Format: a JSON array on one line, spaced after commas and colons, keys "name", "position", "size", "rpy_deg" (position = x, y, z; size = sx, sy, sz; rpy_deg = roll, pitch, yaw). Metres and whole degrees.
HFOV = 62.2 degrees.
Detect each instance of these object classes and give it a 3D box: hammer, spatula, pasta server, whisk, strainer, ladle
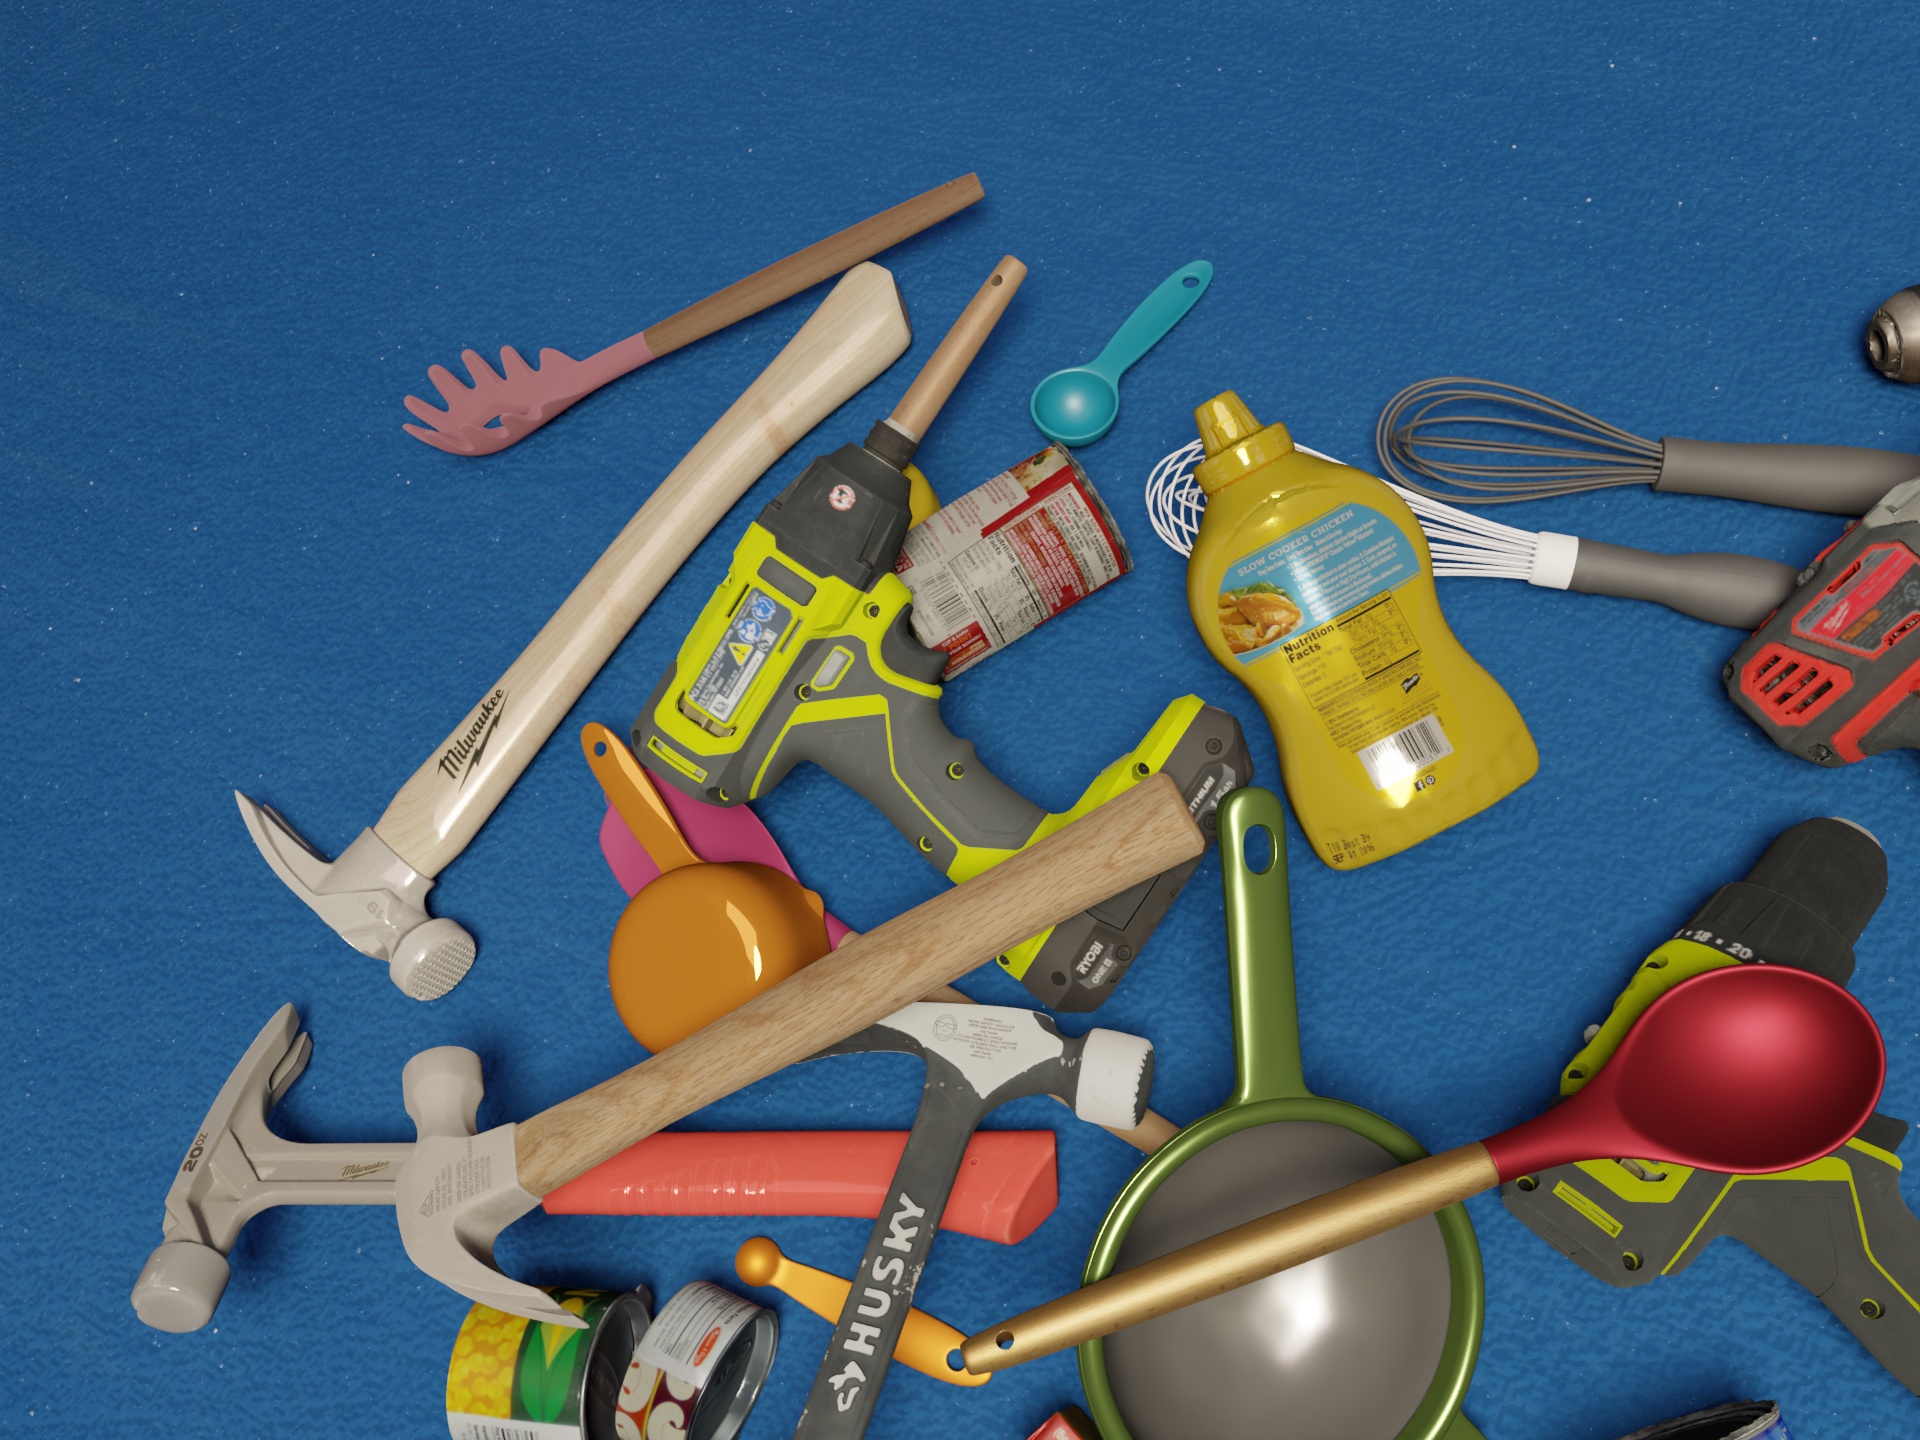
[{"name": "hammer", "position": [-0.062, 0.112, 0.583], "size": [0.331, 0.031, 0.130], "rpy_deg": [-29, 45, 6]}, {"name": "spatula", "position": [-0.061, -0.078, 0.733], "size": [0.060, 0.018, 0.316], "rpy_deg": [35, 93, 19]}, {"name": "pasta server", "position": [-0.136, -0.206, 0.799], "size": [0.316, 0.040, 0.060], "rpy_deg": [-22, 51, 12]}, {"name": "hammer", "position": [-0.057, 0.252, 0.504], "size": [0.149, 0.036, 0.409], "rpy_deg": [9, 44, 17]}, {"name": "hammer", "position": [-0.172, -0.069, 0.774], "size": [0.146, 0.038, 0.411], "rpy_deg": [34, 80, 24]}, {"name": "whisk", "position": [0.300, -0.112, 0.678], "size": [0.239, 0.055, 0.055], "rpy_deg": [8, 71, 11]}, {"name": "strainer", "position": [0.102, 0.152, 0.574], "size": [0.151, 0.069, 0.256], "rpy_deg": [-3, 89, -13]}, {"name": "ladle", "position": [0.150, 0.155, 0.521], "size": [0.315, 0.031, 0.069], "rpy_deg": [-19, 54, -4]}, {"name": "hammer", "position": [-0.140, 0.178, 0.654], "size": [0.359, 0.036, 0.149], "rpy_deg": [-2, 37, 5]}, {"name": "whisk", "position": [0.219, -0.073, 0.678], "size": [0.284, 0.070, 0.070], "rpy_deg": [12, 72, 12]}]

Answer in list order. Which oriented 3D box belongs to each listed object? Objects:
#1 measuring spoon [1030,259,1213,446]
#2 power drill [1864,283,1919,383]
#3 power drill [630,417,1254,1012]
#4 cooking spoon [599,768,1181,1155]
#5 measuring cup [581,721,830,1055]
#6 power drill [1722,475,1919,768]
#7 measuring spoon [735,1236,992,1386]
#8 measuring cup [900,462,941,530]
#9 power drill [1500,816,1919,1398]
[{"name": "measuring spoon", "position": [0.082, -0.176, 0.771], "size": [0.042, 0.021, 0.128], "rpy_deg": [35, 71, 22]}, {"name": "power drill", "position": [0.483, -0.108, 0.616], "size": [0.185, 0.084, 0.226], "rpy_deg": [-13, 63, 10]}, {"name": "power drill", "position": [-0.001, -0.002, 0.642], "size": [0.223, 0.080, 0.171], "rpy_deg": [34, 97, 7]}, {"name": "cooking spoon", "position": [-0.029, 0.109, 0.680], "size": [0.319, 0.017, 0.069], "rpy_deg": [28, 96, 21]}, {"name": "measuring cup", "position": [-0.128, 0.069, 0.680], "size": [0.095, 0.052, 0.174], "rpy_deg": [-38, 76, 12]}, {"name": "power drill", "position": [0.408, -0.006, 0.547], "size": [0.227, 0.080, 0.187], "rpy_deg": [54, 126, 28]}, {"name": "measuring spoon", "position": [-0.041, 0.237, 0.637], "size": [0.117, 0.011, 0.021], "rpy_deg": [19, 75, 19]}, {"name": "measuring cup", "position": [-0.059, -0.057, 0.745], "size": [0.062, 0.029, 0.156], "rpy_deg": [19, 73, 19]}, {"name": "power drill", "position": [0.333, 0.157, 0.548], "size": [0.229, 0.080, 0.190], "rpy_deg": [37, 79, 25]}]
